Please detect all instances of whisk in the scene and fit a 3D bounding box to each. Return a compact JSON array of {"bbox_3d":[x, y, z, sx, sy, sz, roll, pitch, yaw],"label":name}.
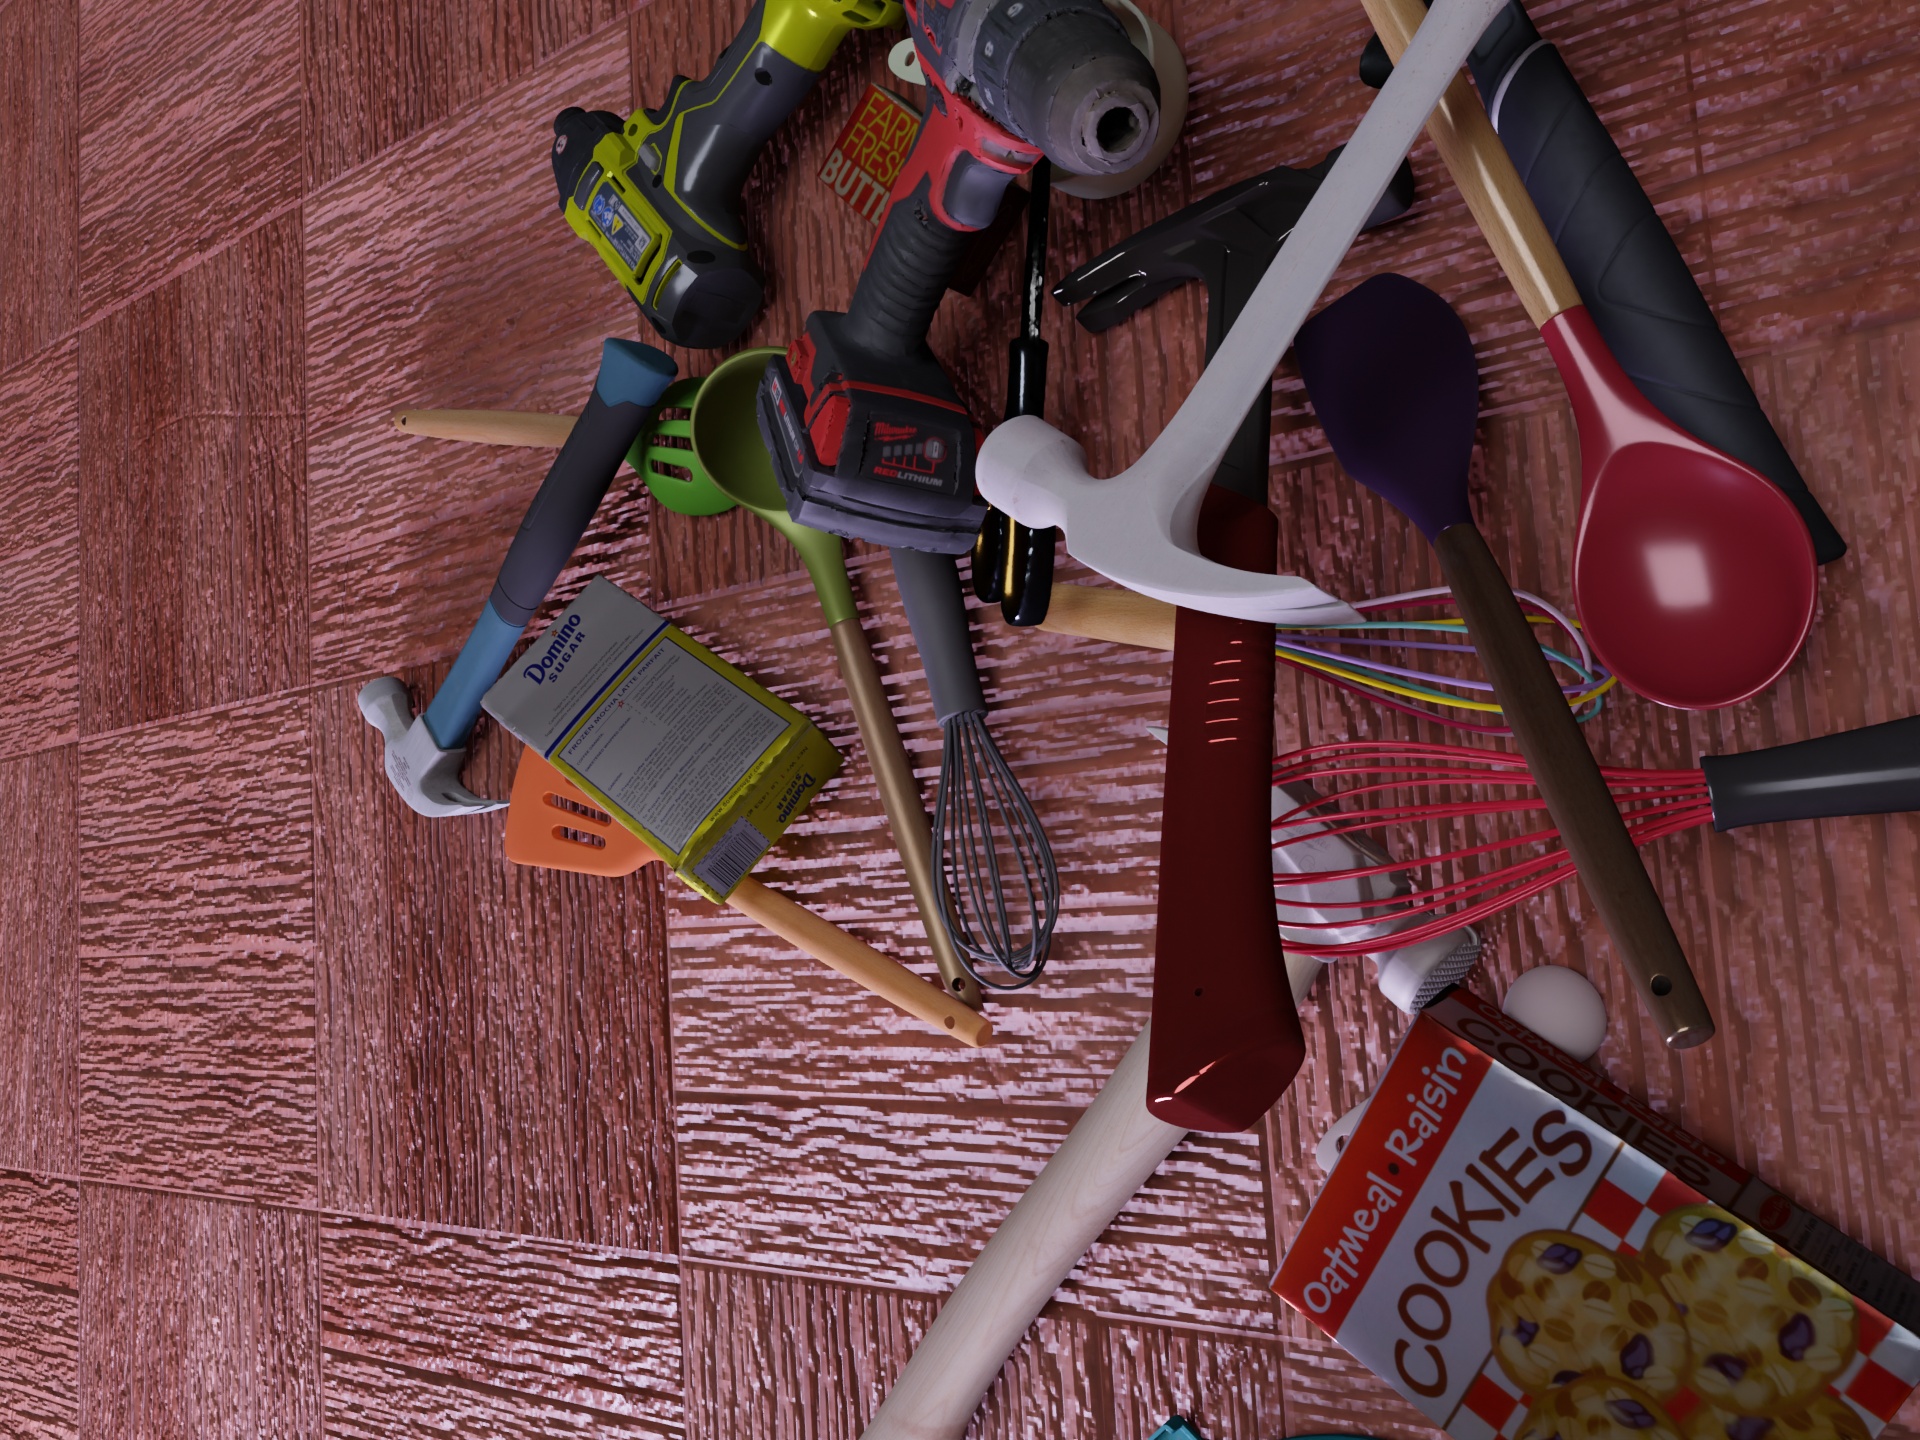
[{"bbox_3d":[-0.002,-0.002,0.683,0.055,0.055,0.239,-27,67,34],"label":"whisk"},{"bbox_3d":[0.125,-0.032,0.596,0.245,0.051,0.047,12,73,42],"label":"whisk"},{"bbox_3d":[0.209,0.025,0.489,0.296,0.073,0.073,-11,80,22],"label":"whisk"}]

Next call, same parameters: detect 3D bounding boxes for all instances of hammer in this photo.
[{"bbox_3d":[0.183,-0.231,0.529,0.149,0.036,0.409,-30,77,37],"label":"hammer"},{"bbox_3d":[0.156,-0.212,0.475,0.144,0.035,0.405,39,102,39],"label":"hammer"},{"bbox_3d":[0.034,0.197,0.649,0.146,0.038,0.410,44,113,33],"label":"hammer"},{"bbox_3d":[-0.239,-0.072,0.857,0.331,0.033,0.128,-52,60,32],"label":"hammer"},{"bbox_3d":[0.082,-0.042,0.539,0.149,0.036,0.359,-17,53,38],"label":"hammer"}]

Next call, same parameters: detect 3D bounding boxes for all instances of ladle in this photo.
[{"bbox_3d":[-0.048,-0.021,0.715,0.078,0.062,0.320,-21,76,9],"label":"ladle"},{"bbox_3d":[0.178,-0.150,0.506,0.069,0.031,0.315,-30,76,33],"label":"ladle"}]

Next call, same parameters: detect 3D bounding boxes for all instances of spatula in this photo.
[{"bbox_3d":[-0.110,0.083,0.758,0.323,0.041,0.081,23,100,40],"label":"spatula"},{"bbox_3d":[0.168,-0.041,0.506,0.060,0.018,0.316,-32,47,26],"label":"spatula"}]

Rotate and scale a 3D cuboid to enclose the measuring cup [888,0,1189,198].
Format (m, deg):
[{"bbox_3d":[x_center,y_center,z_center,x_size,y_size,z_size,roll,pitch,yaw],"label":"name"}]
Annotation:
[{"bbox_3d":[0.030,-0.271,0.685,0.168,0.038,0.083,32,106,42],"label":"measuring cup"}]

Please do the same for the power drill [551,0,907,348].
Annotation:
[{"bbox_3d":[-0.119,-0.320,0.777,0.223,0.080,0.171,-52,59,27],"label":"power drill"}]

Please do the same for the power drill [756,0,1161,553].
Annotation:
[{"bbox_3d":[-0.001,-0.176,0.604,0.188,0.080,0.226,-113,38,-50],"label":"power drill"}]

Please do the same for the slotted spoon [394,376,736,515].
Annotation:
[{"bbox_3d":[-0.224,-0.158,0.878,0.314,0.031,0.070,12,97,39],"label":"slotted spoon"}]

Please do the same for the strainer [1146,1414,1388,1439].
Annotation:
[{"bbox_3d":[0.127,0.424,0.525,0.211,0.095,0.340,-2,85,37],"label":"strainer"}]

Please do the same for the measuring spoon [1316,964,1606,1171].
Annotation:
[{"bbox_3d":[0.170,0.128,0.559,0.124,0.018,0.034,-43,63,28],"label":"measuring spoon"}]
